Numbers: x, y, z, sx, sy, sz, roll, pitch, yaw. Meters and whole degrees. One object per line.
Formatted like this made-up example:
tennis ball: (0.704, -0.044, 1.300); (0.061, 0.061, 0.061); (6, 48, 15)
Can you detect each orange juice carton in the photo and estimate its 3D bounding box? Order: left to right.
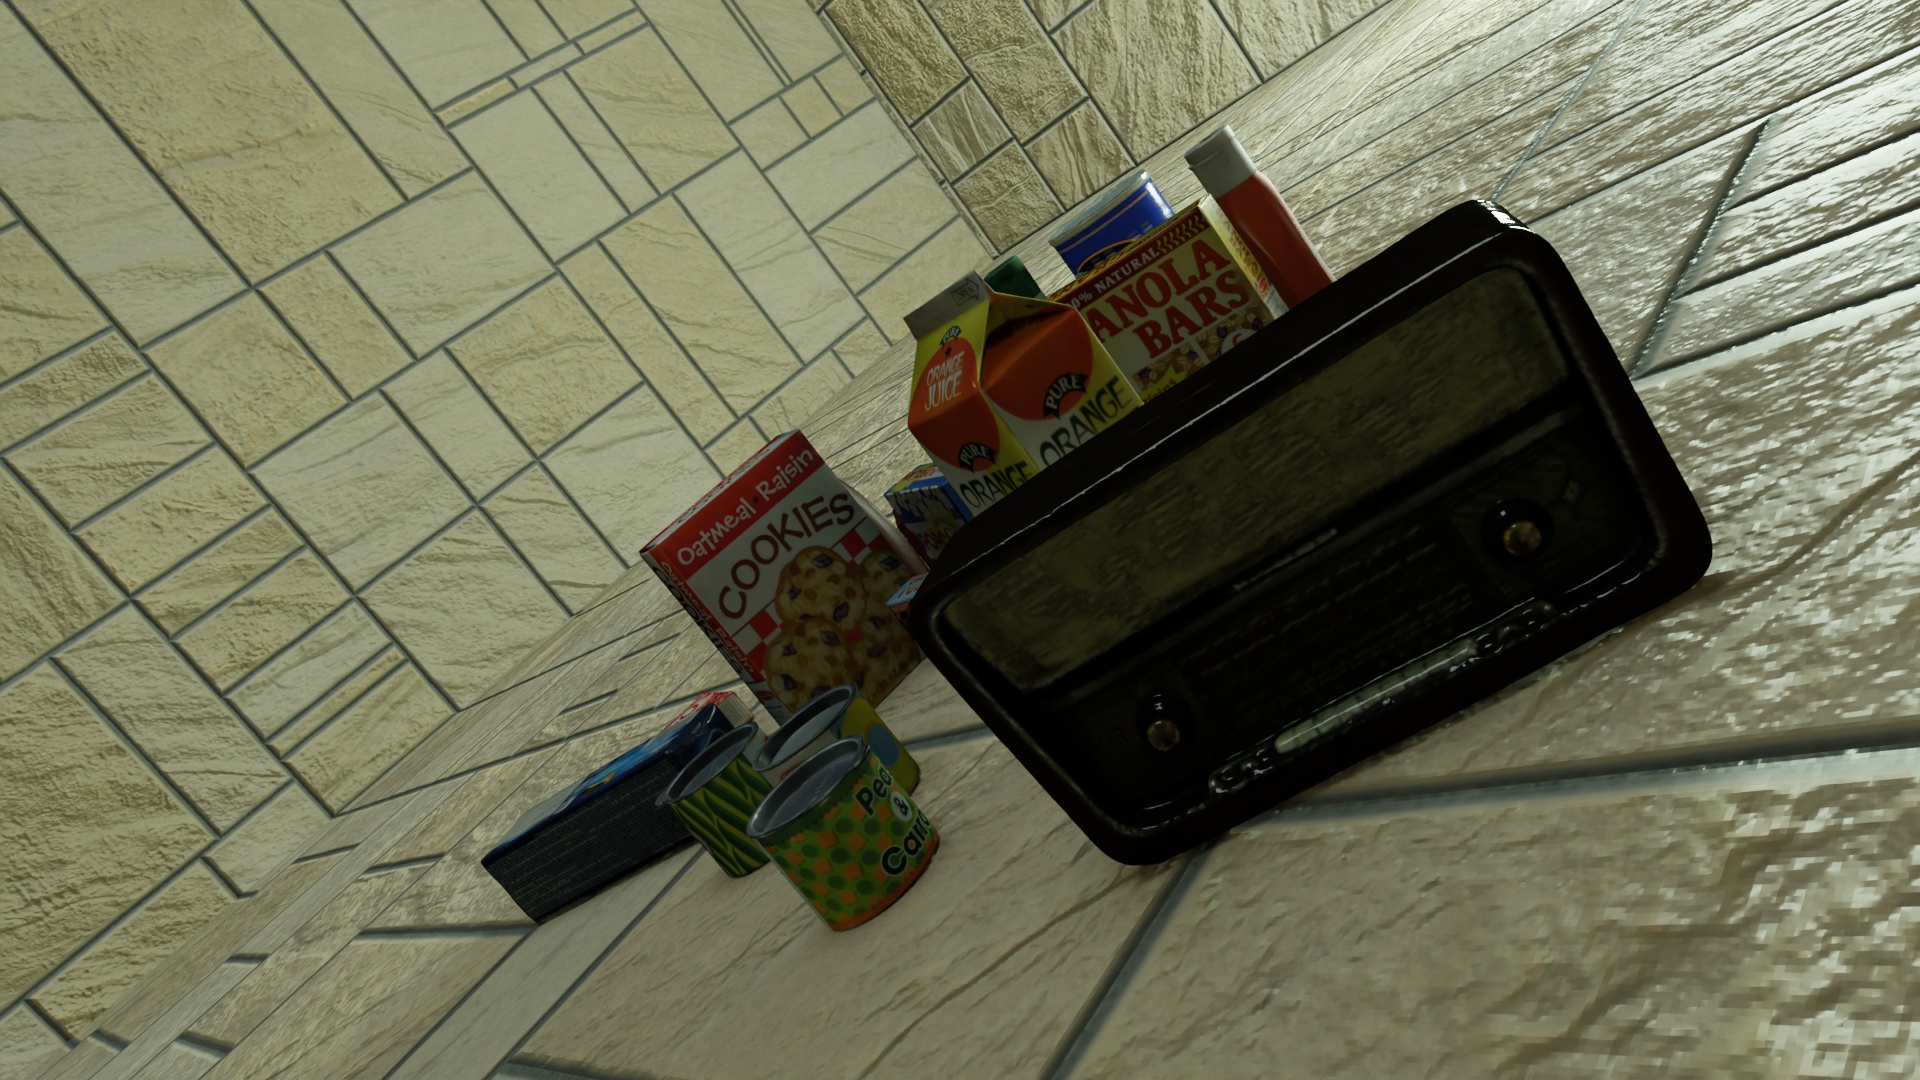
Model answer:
orange juice carton: (0.045, -0.040, 0.666); (0.073, 0.192, 0.071); (-44, 13, -29)

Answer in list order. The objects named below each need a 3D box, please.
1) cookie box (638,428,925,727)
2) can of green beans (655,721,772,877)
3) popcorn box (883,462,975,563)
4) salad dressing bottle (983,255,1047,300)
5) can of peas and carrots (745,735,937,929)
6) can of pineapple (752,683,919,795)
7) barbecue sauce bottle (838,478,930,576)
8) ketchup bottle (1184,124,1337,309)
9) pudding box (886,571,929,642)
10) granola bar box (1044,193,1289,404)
cookie box: (-0.101, 0.032, 0.874); (0.123, 0.167, 0.040); (-44, 13, -29)
can of green beans: (-0.122, 0.144, 0.774); (0.071, 0.057, 0.071); (-35, 12, 9)
popcorn box: (0.003, -0.012, 0.940); (0.038, 0.085, 0.126); (-41, 12, -16)
salad dressing bottle: (0.076, -0.177, 1.206); (0.064, 0.147, 0.044); (-35, 12, 13)
can of peas and carrots: (-0.051, 0.130, 0.623); (0.071, 0.058, 0.071); (-35, 12, 9)
can of pineapple: (-0.063, 0.115, 0.714); (0.071, 0.058, 0.071); (-35, 12, 9)
barbecue sauce bottle: (-0.086, -0.009, 1.030); (0.064, 0.148, 0.044); (-31, 13, 28)
ketchup bottle: (0.211, -0.217, 0.969); (0.043, 0.148, 0.065); (-36, 12, 5)
pudding box: (-0.003, 0.041, 0.844); (0.030, 0.049, 0.083); (-45, 14, -32)
granola bar box: (0.134, -0.141, 0.960); (0.165, 0.124, 0.039); (-30, 14, 32)
